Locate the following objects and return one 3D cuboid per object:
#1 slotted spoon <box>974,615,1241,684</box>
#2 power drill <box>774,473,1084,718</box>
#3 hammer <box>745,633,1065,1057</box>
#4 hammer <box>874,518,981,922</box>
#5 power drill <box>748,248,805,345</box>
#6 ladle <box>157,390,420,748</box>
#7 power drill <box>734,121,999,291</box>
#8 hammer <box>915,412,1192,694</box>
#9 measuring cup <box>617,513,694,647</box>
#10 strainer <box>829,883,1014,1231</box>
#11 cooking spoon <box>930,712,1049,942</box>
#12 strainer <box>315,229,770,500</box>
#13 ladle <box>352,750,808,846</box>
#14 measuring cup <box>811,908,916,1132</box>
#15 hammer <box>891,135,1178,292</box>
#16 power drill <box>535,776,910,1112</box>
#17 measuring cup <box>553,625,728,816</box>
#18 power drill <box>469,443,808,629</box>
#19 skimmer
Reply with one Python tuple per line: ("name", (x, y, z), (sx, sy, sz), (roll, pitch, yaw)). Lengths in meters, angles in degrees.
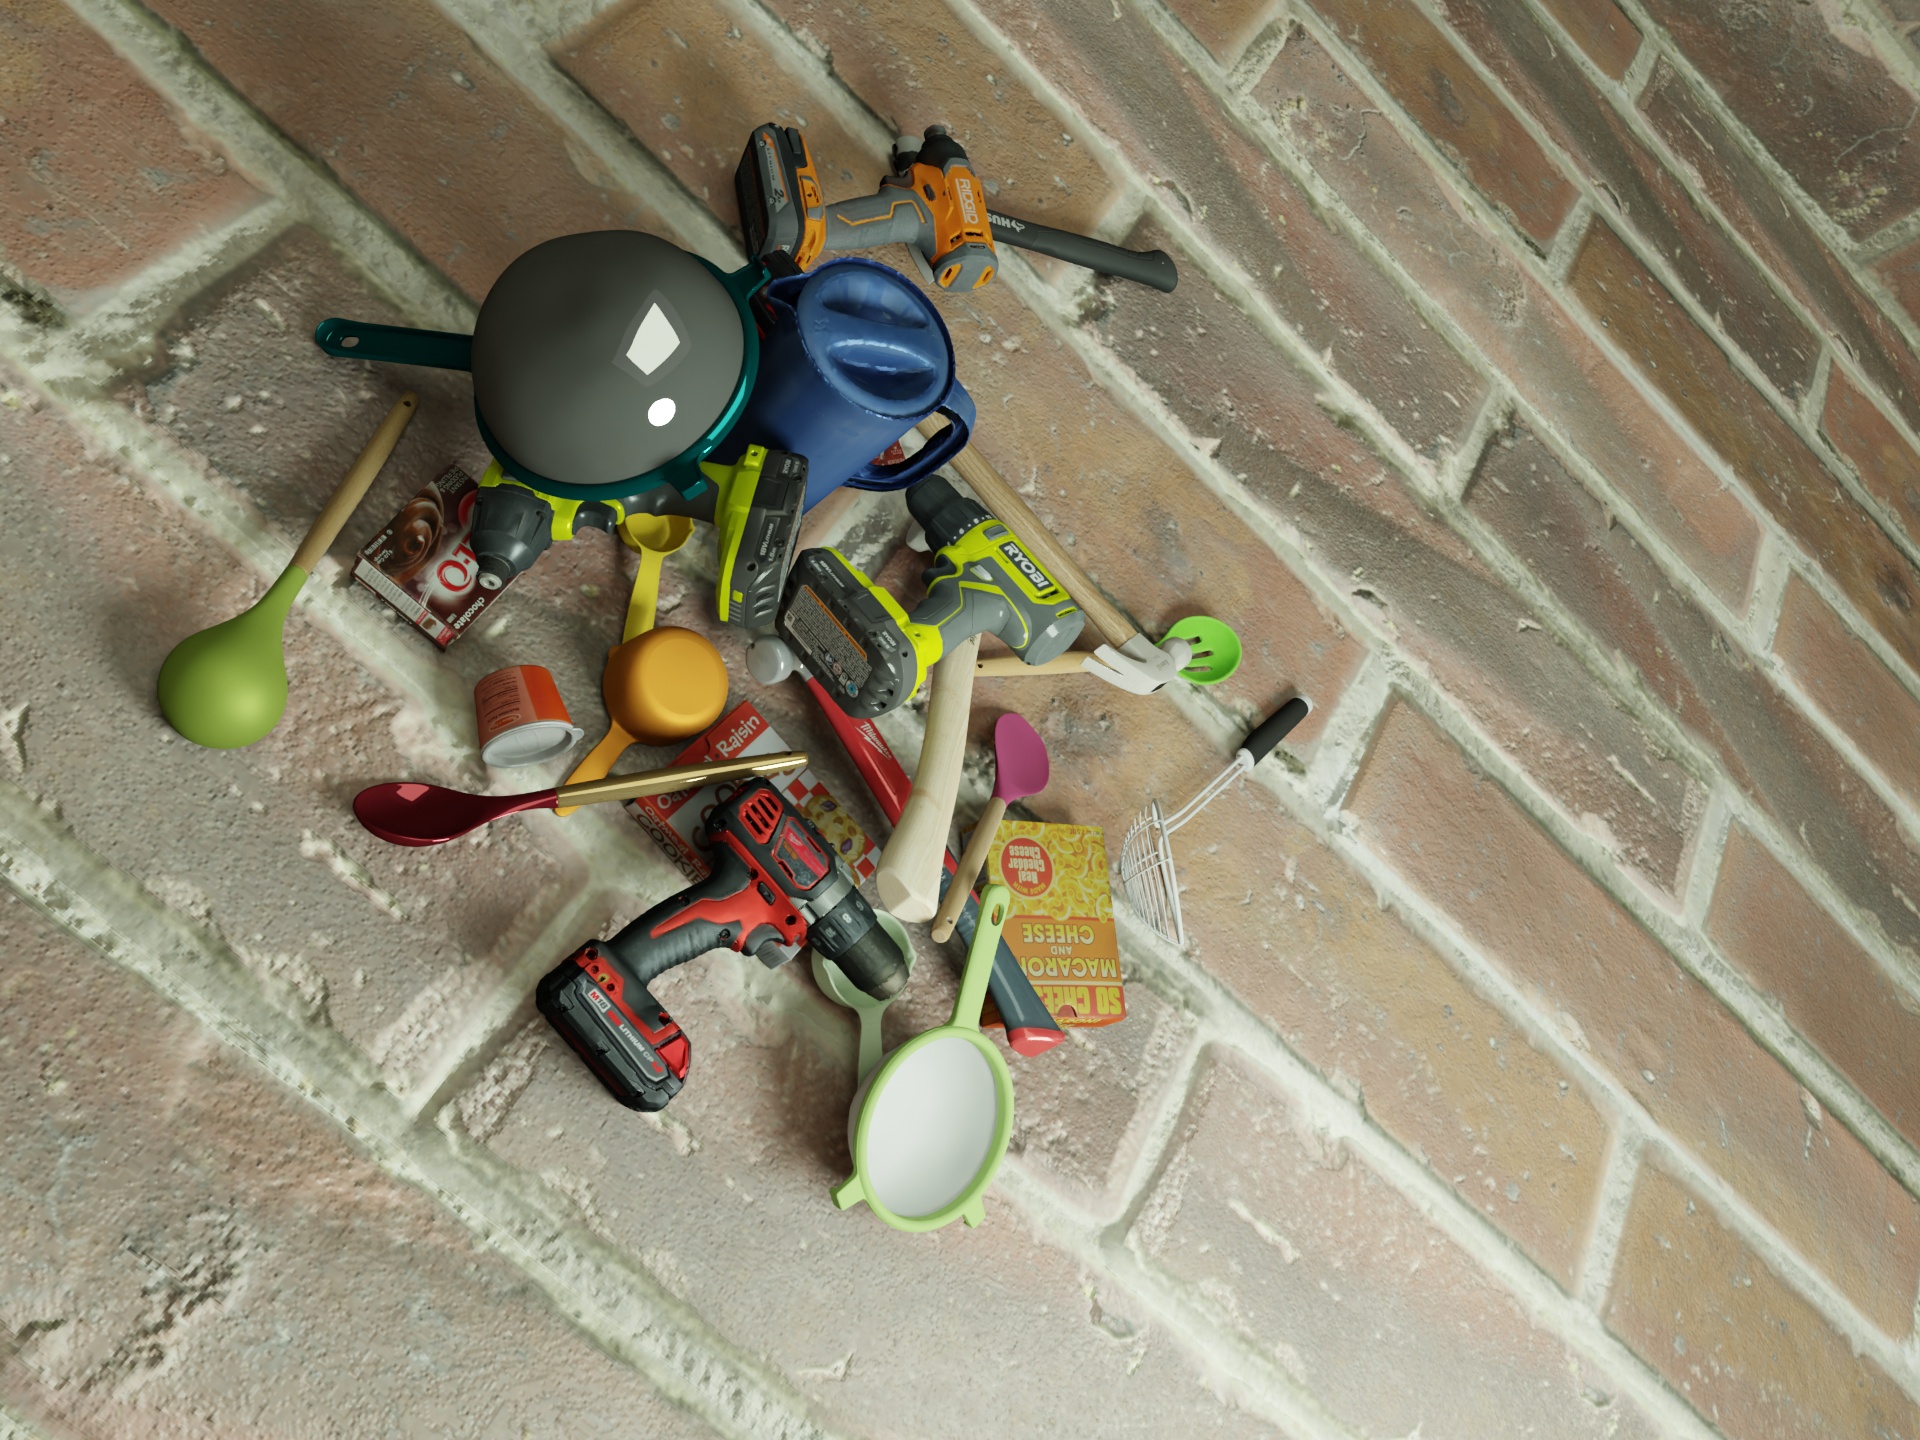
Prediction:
("slotted spoon", (0.133, -0.057, 1.466), (0.313, 0.031, 0.070), (-5, 73, -33))
("power drill", (-0.032, -0.106, 1.263), (0.228, 0.080, 0.191), (-25, 68, -42))
("hammer", (-0.023, 0.086, 1.260), (0.143, 0.038, 0.386), (-24, 80, -53))
("hammer", (-0.002, -0.004, 1.286), (0.146, 0.038, 0.411), (30, 42, -20))
("power drill", (-0.213, -0.295, 1.266), (0.219, 0.143, 0.078), (-33, 88, -40))
("ladle", (-0.451, -0.115, 1.104), (0.078, 0.062, 0.320), (30, 50, -18))
("power drill", (-0.084, -0.477, 1.446), (0.226, 0.084, 0.164), (-3, 72, -24))
("hammer", (0.073, -0.155, 1.432), (0.331, 0.031, 0.130), (49, 33, 5))
("measuring cup", (-0.249, -0.108, 1.243), (0.062, 0.029, 0.157), (15, 75, -30))
("strainer", (-0.022, 0.242, 1.179), (0.151, 0.069, 0.256), (24, 78, -41))
("cooking spoon", (0.023, 0.080, 1.272), (0.068, 0.017, 0.319), (48, 29, -12))
("strainer", (-0.313, -0.273, 1.103), (0.340, 0.095, 0.211), (9, 71, 12))
("ladle", (-0.259, 0.049, 1.118), (0.315, 0.031, 0.069), (-8, 36, -22))
("measuring cup", (-0.077, 0.226, 1.210), (0.083, 0.038, 0.167), (2, 87, -35))
("hammer", (0.084, -0.481, 1.606), (0.334, 0.035, 0.146), (5, 67, -32))
("power drill", (-0.159, 0.173, 1.114), (0.227, 0.080, 0.188), (-42, 96, -25))
("measuring cup", (-0.238, 0.002, 1.176), (0.095, 0.052, 0.174), (45, 56, -17))
("power drill", (-0.233, -0.148, 1.152), (0.223, 0.080, 0.171), (12, 58, -3))
("skimmer", (0.255, 0.070, 1.452), (0.363, 0.090, 0.127), (-37, 125, -40))
